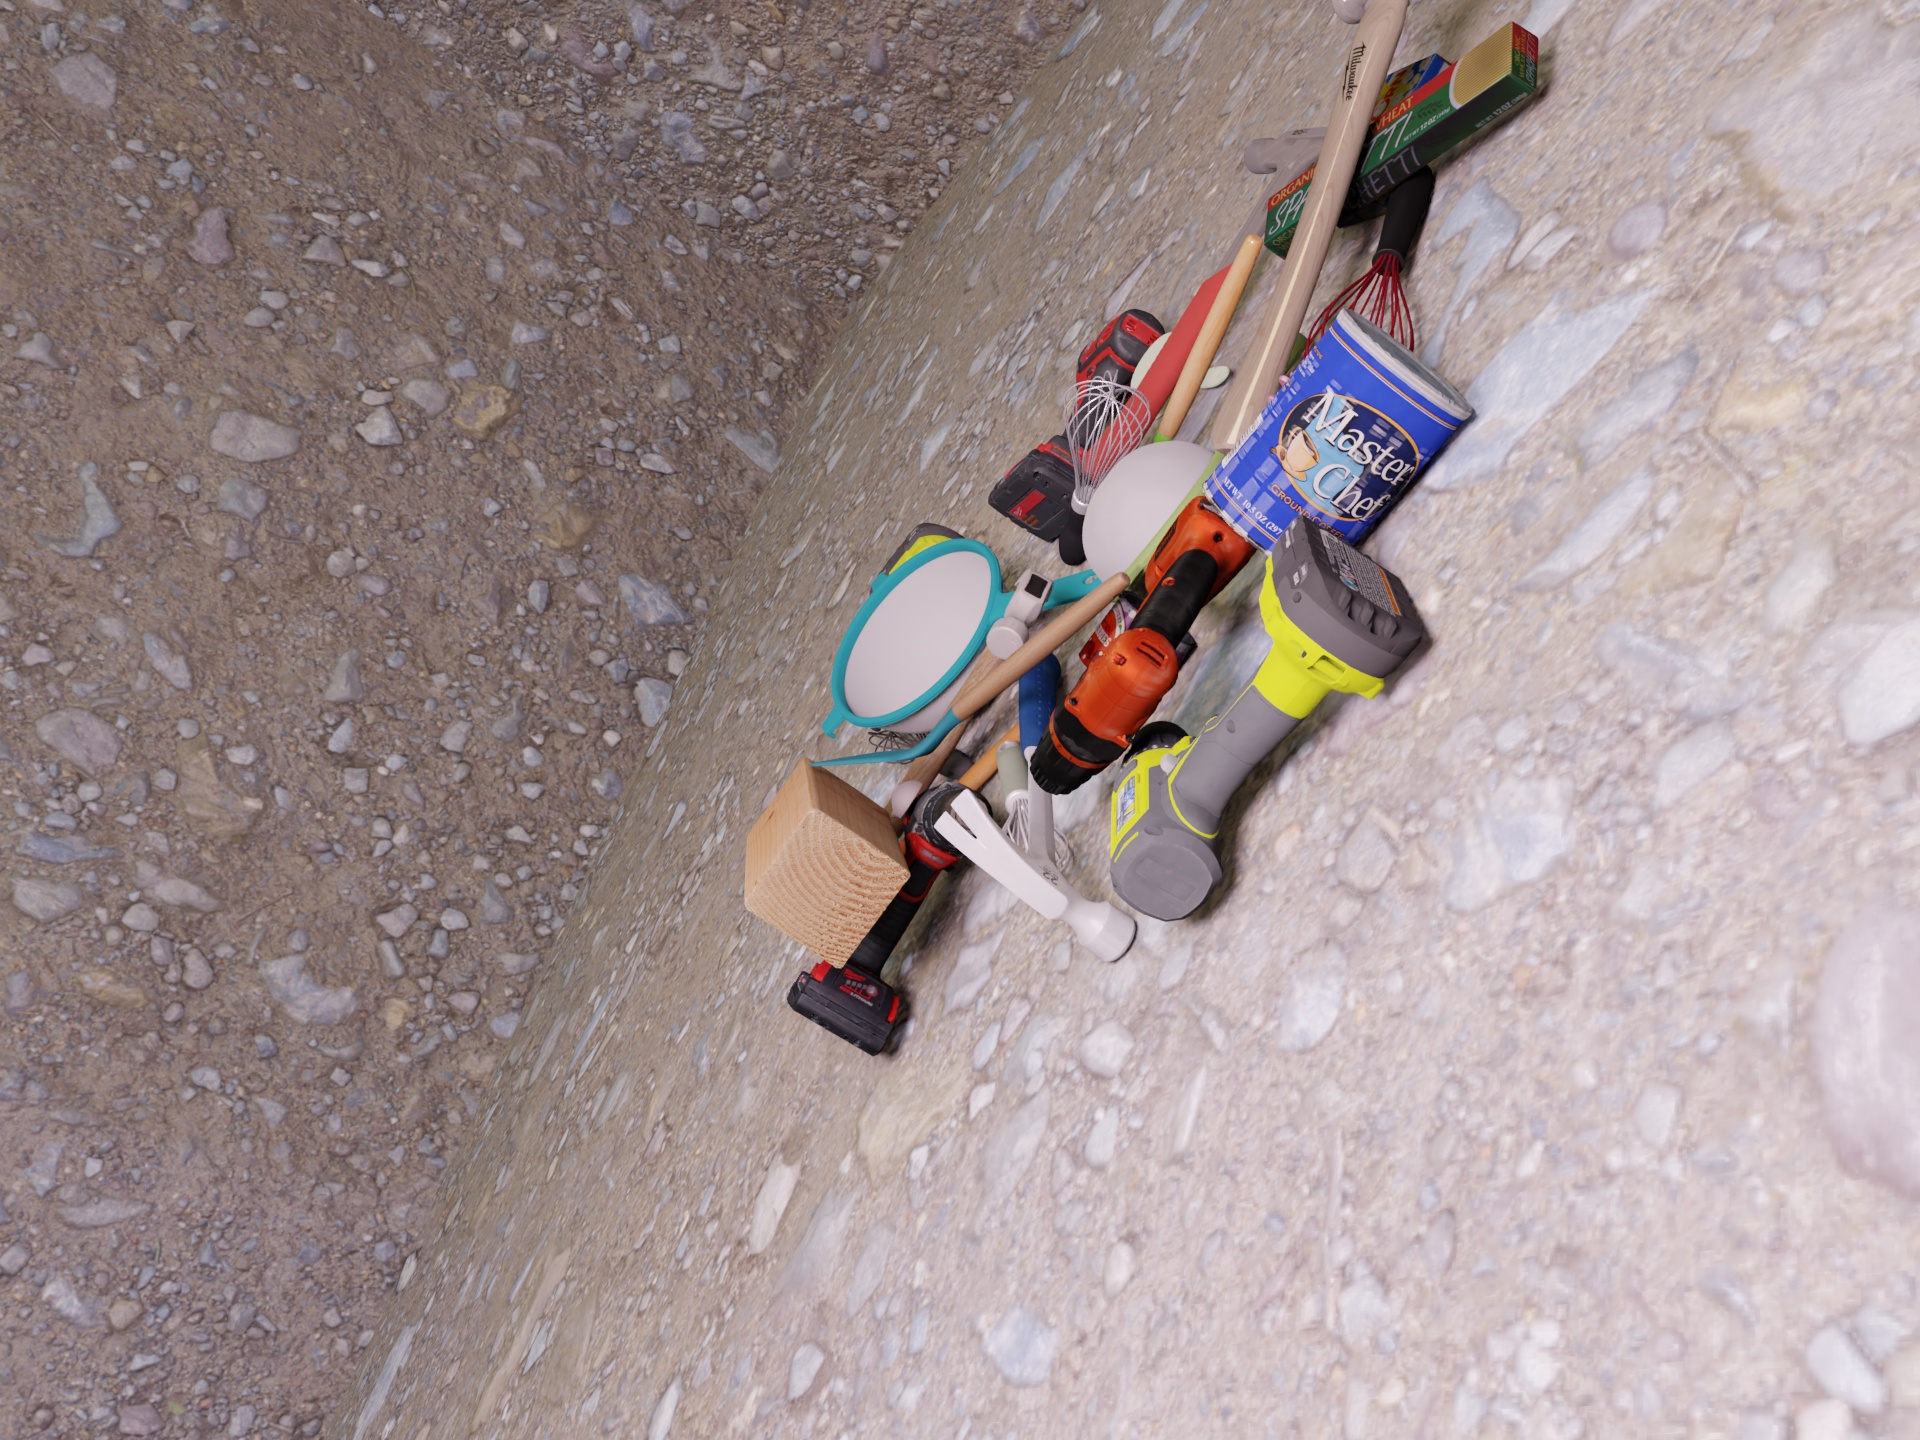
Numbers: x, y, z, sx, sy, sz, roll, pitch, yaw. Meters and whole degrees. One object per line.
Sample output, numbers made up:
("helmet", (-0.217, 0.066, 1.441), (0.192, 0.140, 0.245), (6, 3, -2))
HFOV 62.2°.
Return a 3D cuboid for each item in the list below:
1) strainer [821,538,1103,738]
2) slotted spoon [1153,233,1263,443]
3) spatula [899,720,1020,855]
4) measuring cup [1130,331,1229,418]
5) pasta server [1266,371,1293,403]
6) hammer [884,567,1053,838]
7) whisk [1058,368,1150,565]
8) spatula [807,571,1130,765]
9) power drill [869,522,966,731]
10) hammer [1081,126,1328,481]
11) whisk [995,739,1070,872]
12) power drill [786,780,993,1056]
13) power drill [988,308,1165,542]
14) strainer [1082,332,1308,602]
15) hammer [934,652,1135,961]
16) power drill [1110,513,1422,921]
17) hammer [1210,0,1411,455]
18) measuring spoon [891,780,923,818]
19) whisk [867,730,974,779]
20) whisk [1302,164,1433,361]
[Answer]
("strainer", (0.029, -0.074, 1.478), (0.340, 0.095, 0.211), (-13, 49, 41))
("slotted spoon", (0.176, -0.253, 1.293), (0.070, 0.031, 0.313), (-45, -17, -45))
("spatula", (-0.023, 0.100, 1.425), (0.322, 0.041, 0.081), (-46, 22, 25))
("measuring cup", (0.200, -0.320, 1.447), (0.083, 0.038, 0.168), (-59, 15, 3))
("pasta server", (0.170, -0.127, 1.172), (0.316, 0.040, 0.060), (-54, 12, 45))
("hammer", (-0.002, -0.004, 1.368), (0.331, 0.031, 0.130), (-58, 2, 43))
("whisk", (0.109, -0.205, 1.357), (0.284, 0.070, 0.070), (98, -167, -67))
("spatula", (0.010, -0.029, 1.220), (0.317, 0.082, 0.044), (-38, 72, 34))
("power drill", (-0.047, -0.100, 1.723), (0.171, 0.080, 0.223), (-49, 24, 29))
("hammer", (0.220, -0.361, 1.398), (0.359, 0.036, 0.149), (-58, 32, 0))
("whisk", (0.048, 0.070, 1.245), (0.058, 0.059, 0.246), (-19, 21, 4))
("power drill", (-0.047, 0.150, 1.277), (0.227, 0.080, 0.188), (-60, 5, -10))
("power drill", (0.118, -0.293, 1.573), (0.220, 0.078, 0.143), (-62, 12, -19))
("strainer", (0.173, -0.213, 1.255), (0.256, 0.069, 0.151), (-53, 2, 5))
("hammer", (0.055, 0.029, 1.185), (0.035, 0.144, 0.406), (-49, 13, 19))
("power drill", (0.170, -0.007, 0.971), (0.228, 0.080, 0.191), (-55, 9, 24))
("hammer", (0.274, -0.386, 1.173), (0.146, 0.038, 0.411), (9, 79, 66))
("measuring spoon", (-0.053, 0.068, 1.351), (0.034, 0.018, 0.124), (-57, 3, -11))
("whisk", (-0.037, 0.027, 1.536), (0.055, 0.055, 0.239), (-61, 22, -4))
("whisk", (0.303, -0.318, 1.144), (0.073, 0.073, 0.296), (-37, 22, 51))
